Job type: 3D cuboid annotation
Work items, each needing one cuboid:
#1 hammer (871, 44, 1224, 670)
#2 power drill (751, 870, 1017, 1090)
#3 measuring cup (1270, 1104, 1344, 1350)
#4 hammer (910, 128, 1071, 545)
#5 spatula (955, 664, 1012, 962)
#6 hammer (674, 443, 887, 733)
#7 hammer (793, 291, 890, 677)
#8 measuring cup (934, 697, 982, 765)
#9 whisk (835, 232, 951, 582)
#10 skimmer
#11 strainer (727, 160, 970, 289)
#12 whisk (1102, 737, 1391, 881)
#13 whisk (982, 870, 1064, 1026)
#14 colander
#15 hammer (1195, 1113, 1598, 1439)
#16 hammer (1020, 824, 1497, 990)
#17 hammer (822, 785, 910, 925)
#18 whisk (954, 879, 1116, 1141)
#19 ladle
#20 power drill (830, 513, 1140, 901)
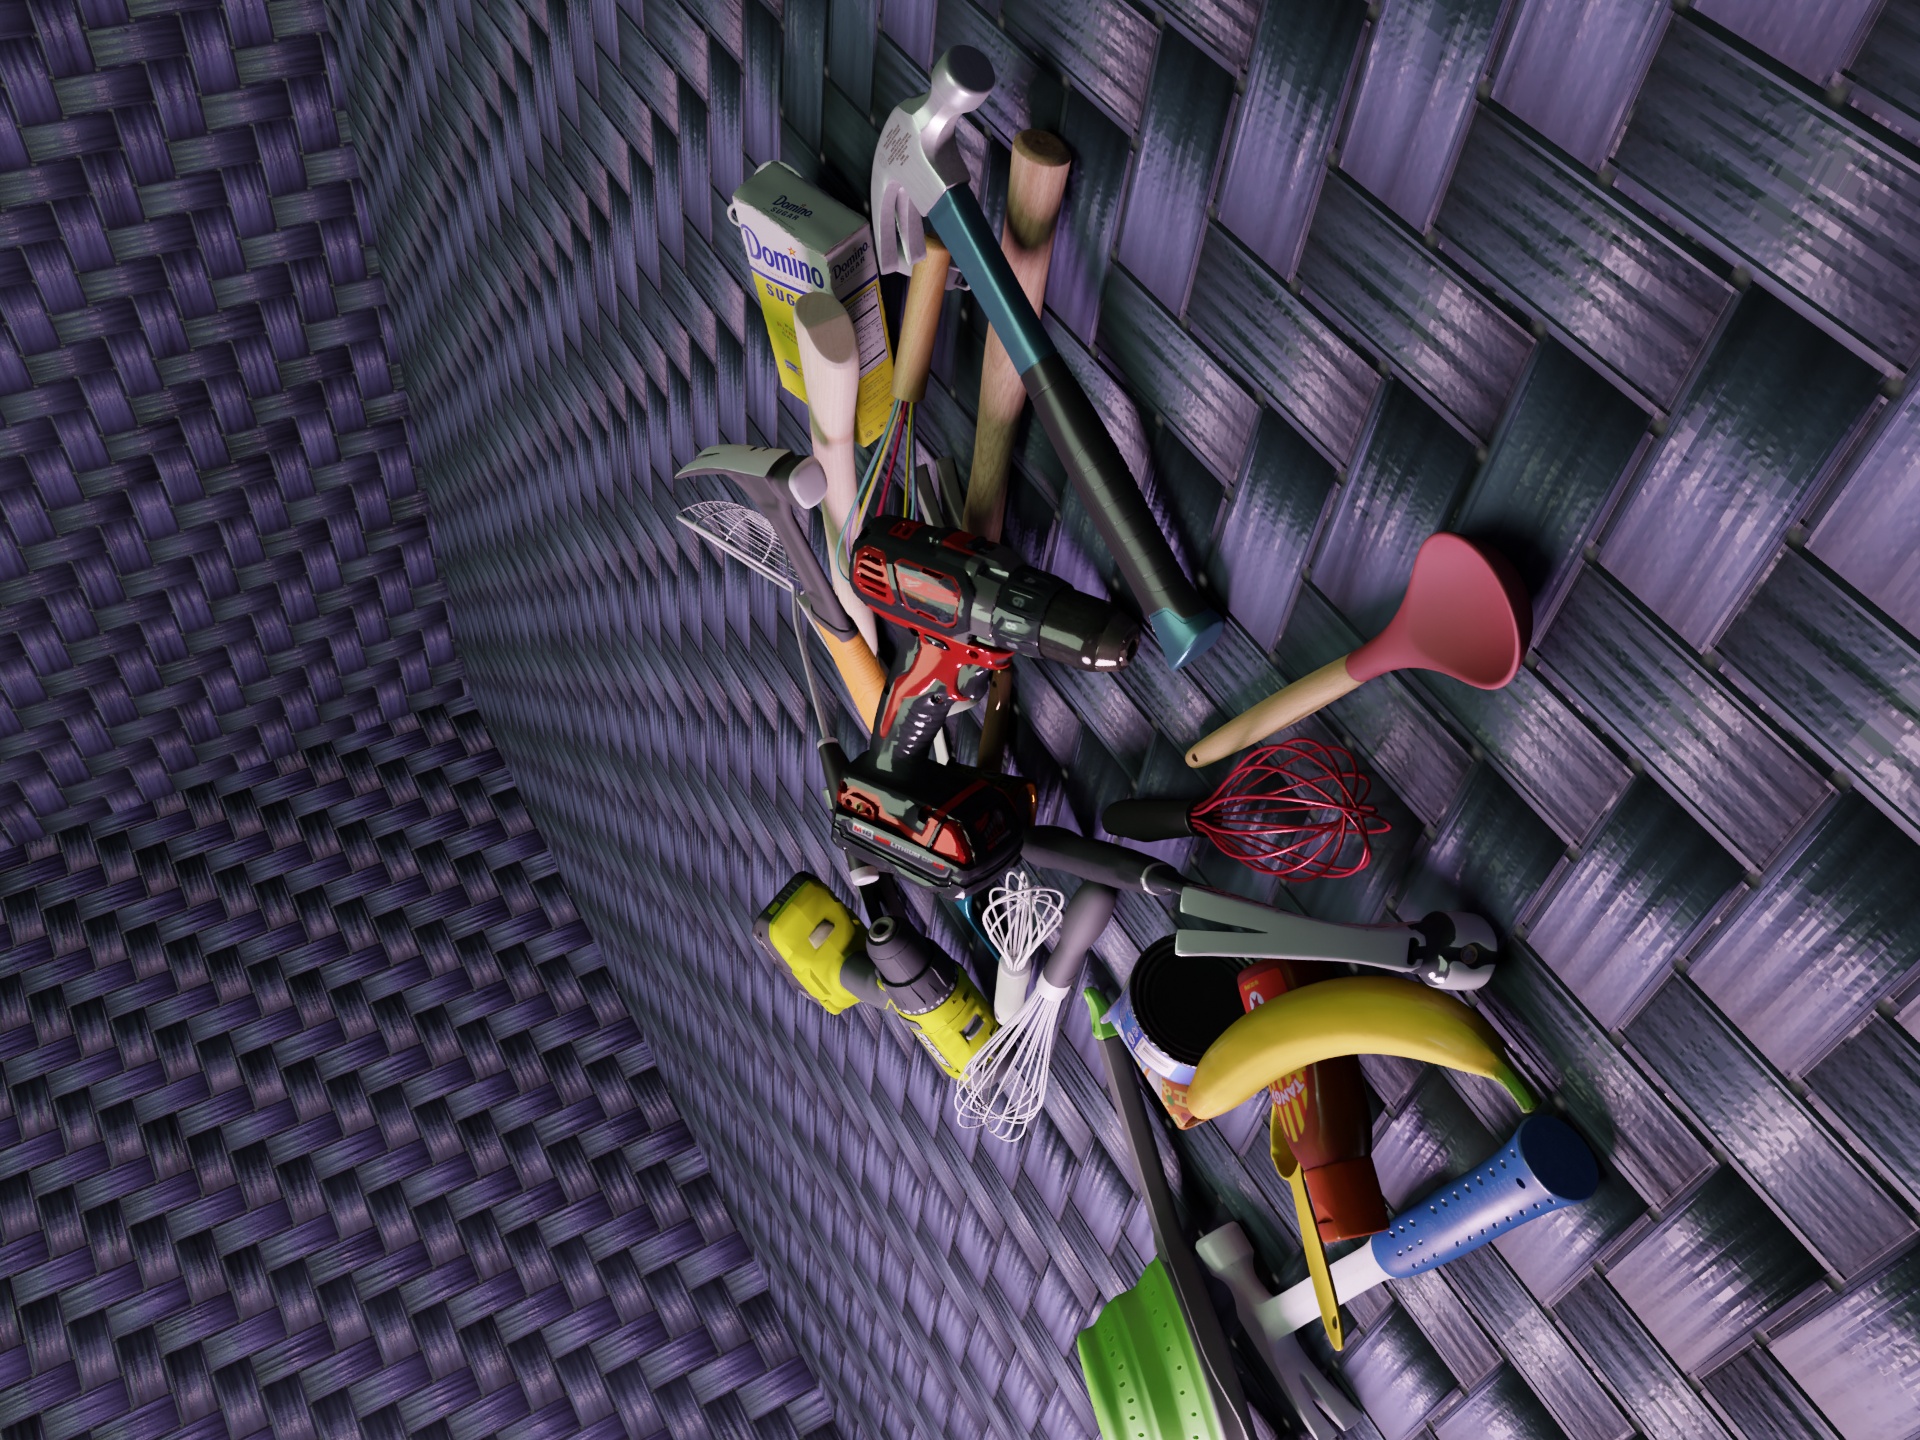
[{"bbox_3d":[0.049,-0.178,0.848,0.331,0.033,0.128,61,149,-1],"label":"hammer"},{"bbox_3d":[-0.072,0.207,1.338,0.229,0.080,0.190,18,149,47],"label":"power drill"},{"bbox_3d":[0.202,0.269,0.874,0.157,0.029,0.062,-95,12,-45],"label":"measuring cup"},{"bbox_3d":[0.024,-0.194,0.947,0.130,0.031,0.331,54,152,31],"label":"hammer"},{"bbox_3d":[0.023,0.078,1.197,0.082,0.044,0.317,51,147,38],"label":"spatula"},{"bbox_3d":[-0.088,-0.057,1.159,0.127,0.034,0.336,15,143,41],"label":"hammer"},{"bbox_3d":[-0.089,-0.152,1.139,0.146,0.038,0.410,56,164,27],"label":"hammer"},{"bbox_3d":[-0.002,-0.004,1.154,0.083,0.038,0.167,42,146,56],"label":"measuring cup"},{"bbox_3d":[-0.040,-0.185,0.998,0.047,0.051,0.244,-102,21,-54],"label":"whisk"},{"bbox_3d":[-0.152,-0.026,1.341,0.127,0.090,0.363,36,-144,-69],"label":"skimmer"},{"bbox_3d":[-0.068,-0.314,1.039,0.259,0.050,0.086,35,145,44],"label":"strainer"},{"bbox_3d":[0.141,0.052,0.869,0.073,0.073,0.296,69,162,-2],"label":"whisk"},{"bbox_3d":[0.042,0.179,1.194,0.246,0.059,0.058,93,165,-59],"label":"whisk"},{"bbox_3d":[0.116,0.389,1.109,0.204,0.094,0.397,97,157,-83],"label":"colander"},{"bbox_3d":[0.240,0.308,0.894,0.144,0.035,0.405,59,155,22],"label":"hammer"},{"bbox_3d":[0.116,0.093,0.899,0.409,0.149,0.036,-174,91,-72],"label":"hammer"},{"bbox_3d":[-0.051,0.119,1.321,0.335,0.035,0.146,169,81,-75],"label":"hammer"},{"bbox_3d":[0.059,0.209,1.148,0.070,0.070,0.284,53,138,34],"label":"whisk"},{"bbox_3d":[0.178,-0.017,0.765,0.069,0.031,0.315,68,159,8],"label":"ladle"},{"bbox_3d":[0.010,-0.003,0.994,0.188,0.080,0.226,22,120,24],"label":"power drill"}]
